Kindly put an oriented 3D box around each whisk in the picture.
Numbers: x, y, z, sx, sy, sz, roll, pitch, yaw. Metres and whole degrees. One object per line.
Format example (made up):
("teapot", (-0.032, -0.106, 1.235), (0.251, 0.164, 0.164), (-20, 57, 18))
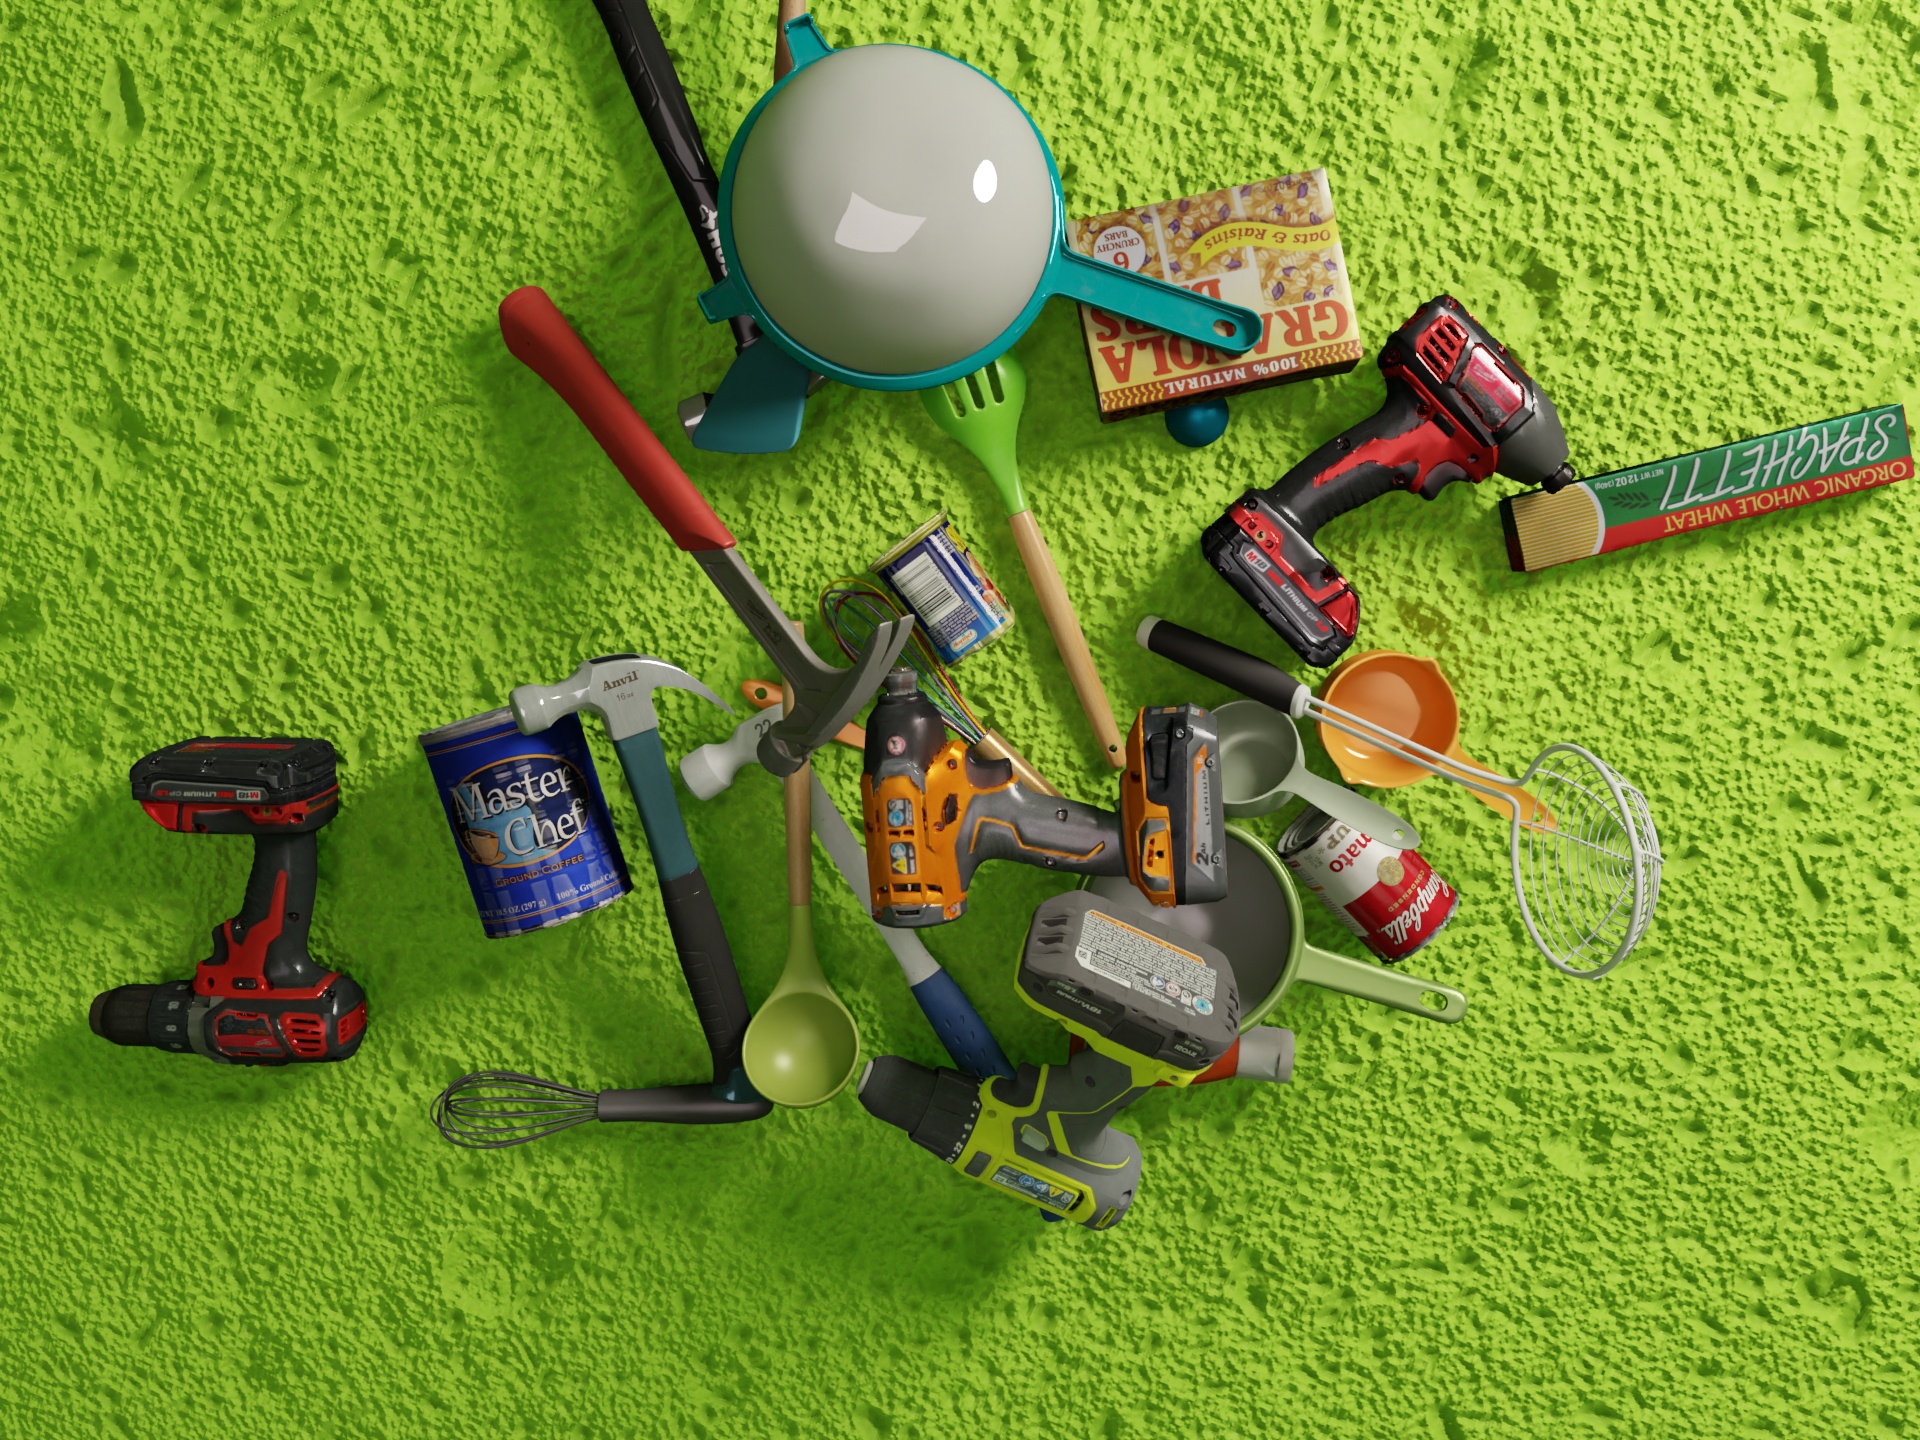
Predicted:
("whisk", (-0.001, -0.004, 1.059), (0.245, 0.051, 0.047), (44, 93, -6))
("whisk", (-0.250, 0.270, 1.111), (0.239, 0.055, 0.055), (-1, 98, 0))

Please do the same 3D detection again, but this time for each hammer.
("hammer", (-0.174, -0.142, 0.993), (0.359, 0.036, 0.149), (52, 130, 13))
("hammer", (-0.182, 0.111, 1.039), (0.128, 0.033, 0.330), (-22, 113, -21))
("hammer", (-0.025, 0.163, 1.082), (0.144, 0.035, 0.405), (-31, 96, 14))
("hammer", (-0.170, -0.359, 1.023), (0.146, 0.035, 0.334), (-22, 96, 7))

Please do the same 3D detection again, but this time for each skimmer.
("skimmer", (0.238, 0.023, 0.939), (0.364, 0.090, 0.127), (28, 131, 32))

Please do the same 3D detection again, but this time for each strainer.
("strainer", (0.023, -0.286, 0.927), (0.340, 0.095, 0.211), (18, 88, -3))
("strainer", (0.199, 0.151, 1.043), (0.256, 0.069, 0.151), (15, 85, 9))

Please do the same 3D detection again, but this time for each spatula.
("spatula", (-0.116, -0.324, 0.983), (0.082, 0.044, 0.317), (8, 98, 31))

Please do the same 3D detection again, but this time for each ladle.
("ladle", (-0.106, 0.096, 1.034), (0.078, 0.062, 0.320), (0, 100, -1))

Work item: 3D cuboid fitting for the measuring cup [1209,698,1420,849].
("measuring cup", (0.220, 0.047, 1.015), (0.168, 0.038, 0.083), (30, 77, 32))

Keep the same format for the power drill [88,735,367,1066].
("power drill", (-0.511, 0.129, 1.094), (0.188, 0.080, 0.226), (1, 101, 4))

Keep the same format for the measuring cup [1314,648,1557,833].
("measuring cup", (0.310, 0.020, 1.038), (0.173, 0.052, 0.095), (33, 99, -3))

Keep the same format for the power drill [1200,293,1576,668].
("power drill", (0.269, -0.142, 0.999), (0.143, 0.078, 0.219), (45, 101, -3))

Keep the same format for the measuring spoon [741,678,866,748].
("measuring spoon", (-0.096, 0.000, 1.079), (0.117, 0.011, 0.021), (25, 99, -1))

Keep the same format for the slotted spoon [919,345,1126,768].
("slotted spoon", (0.050, -0.114, 1.048), (0.070, 0.031, 0.313), (-21, 98, 6))

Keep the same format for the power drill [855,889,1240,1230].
("power drill", (0.052, 0.214, 0.992), (0.190, 0.080, 0.228), (25, 128, -5))

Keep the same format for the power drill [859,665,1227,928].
("power drill", (0.048, 0.042, 0.991), (0.226, 0.084, 0.164), (-4, 98, 10))

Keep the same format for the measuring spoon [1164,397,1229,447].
("measuring spoon", (0.134, -0.236, 1.027), (0.042, 0.021, 0.128), (-27, 96, 7))
